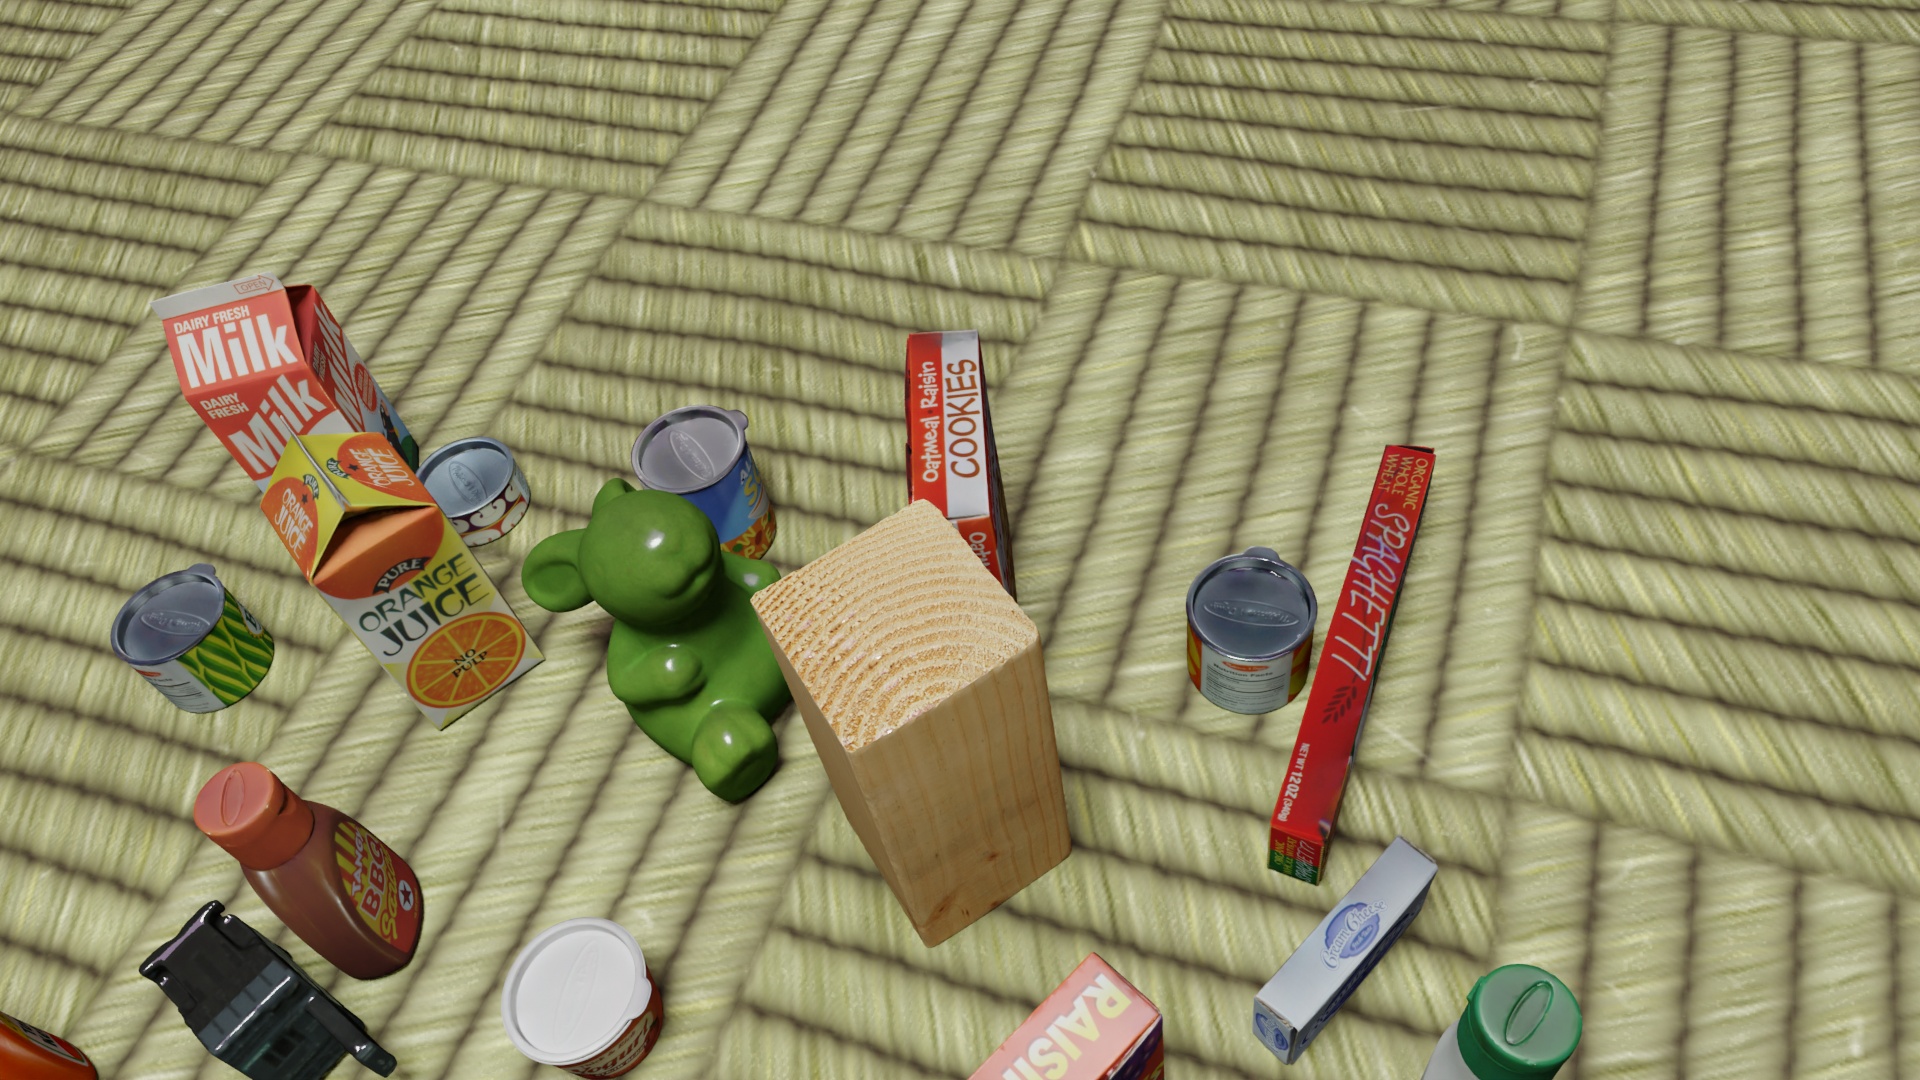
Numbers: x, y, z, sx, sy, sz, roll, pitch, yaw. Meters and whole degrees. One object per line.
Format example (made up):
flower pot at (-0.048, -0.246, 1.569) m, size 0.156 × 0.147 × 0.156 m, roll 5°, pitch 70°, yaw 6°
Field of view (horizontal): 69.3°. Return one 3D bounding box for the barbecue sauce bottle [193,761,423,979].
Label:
barbecue sauce bottle at (-0.310, 0.156, 0.667) m, size 0.044 × 0.147 × 0.065 m, roll -15°, pitch 52°, yaw -2°

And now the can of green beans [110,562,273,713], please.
can of green beans at (-0.452, 0.060, 0.820) m, size 0.071 × 0.057 × 0.071 m, roll -4°, pitch 53°, yaw 6°

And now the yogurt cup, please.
yogurt cup at (-0.175, 0.220, 0.657) m, size 0.072 × 0.053 × 0.073 m, roll -4°, pitch 53°, yaw 6°

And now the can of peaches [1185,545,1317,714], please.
can of peaches at (0.153, 0.048, 0.732) m, size 0.071 × 0.057 × 0.071 m, roll -4°, pitch 53°, yaw 6°

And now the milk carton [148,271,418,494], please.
milk carton at (-0.400, -0.083, 0.837) m, size 0.072 × 0.189 × 0.074 m, roll -16°, pitch 52°, yaw -3°

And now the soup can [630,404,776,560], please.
soup can at (-0.148, -0.030, 0.823) m, size 0.071 × 0.083 × 0.072 m, roll -4°, pitch 53°, yaw 6°

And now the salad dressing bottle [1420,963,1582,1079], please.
salad dressing bottle at (0.208, 0.209, 0.544) m, size 0.044 × 0.147 × 0.064 m, roll 33°, pitch 65°, yaw 29°

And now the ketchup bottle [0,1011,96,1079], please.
ketchup bottle at (-0.470, 0.229, 0.638) m, size 0.065 × 0.148 × 0.044 m, roll 15°, pitch 57°, yaw 19°

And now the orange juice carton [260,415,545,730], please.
orange juice carton at (-0.304, 0.014, 0.747) m, size 0.073 × 0.191 × 0.072 m, roll -36°, pitch 56°, yaw -17°

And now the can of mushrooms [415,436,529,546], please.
can of mushrooms at (-0.312, -0.030, 0.881) m, size 0.071 × 0.033 × 0.071 m, roll -4°, pitch 53°, yaw 6°

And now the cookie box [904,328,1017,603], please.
cookie box at (0.003, -0.009, 0.731) m, size 0.040 × 0.166 × 0.123 m, roll -7°, pitch 53°, yaw 4°

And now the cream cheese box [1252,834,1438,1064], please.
cream cheese box at (0.173, 0.185, 0.627) m, size 0.104 × 0.053 × 0.024 m, roll -41°, pitch 57°, yaw -20°

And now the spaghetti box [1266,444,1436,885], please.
spaghetti box at (0.206, 0.055, 0.723) m, size 0.029 × 0.050 × 0.251 m, roll 14°, pitch 57°, yaw 19°

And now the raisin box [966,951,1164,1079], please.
raisin box at (0.042, 0.231, 0.570) m, size 0.086 × 0.122 × 0.040 m, roll -40°, pitch 57°, yaw -19°
